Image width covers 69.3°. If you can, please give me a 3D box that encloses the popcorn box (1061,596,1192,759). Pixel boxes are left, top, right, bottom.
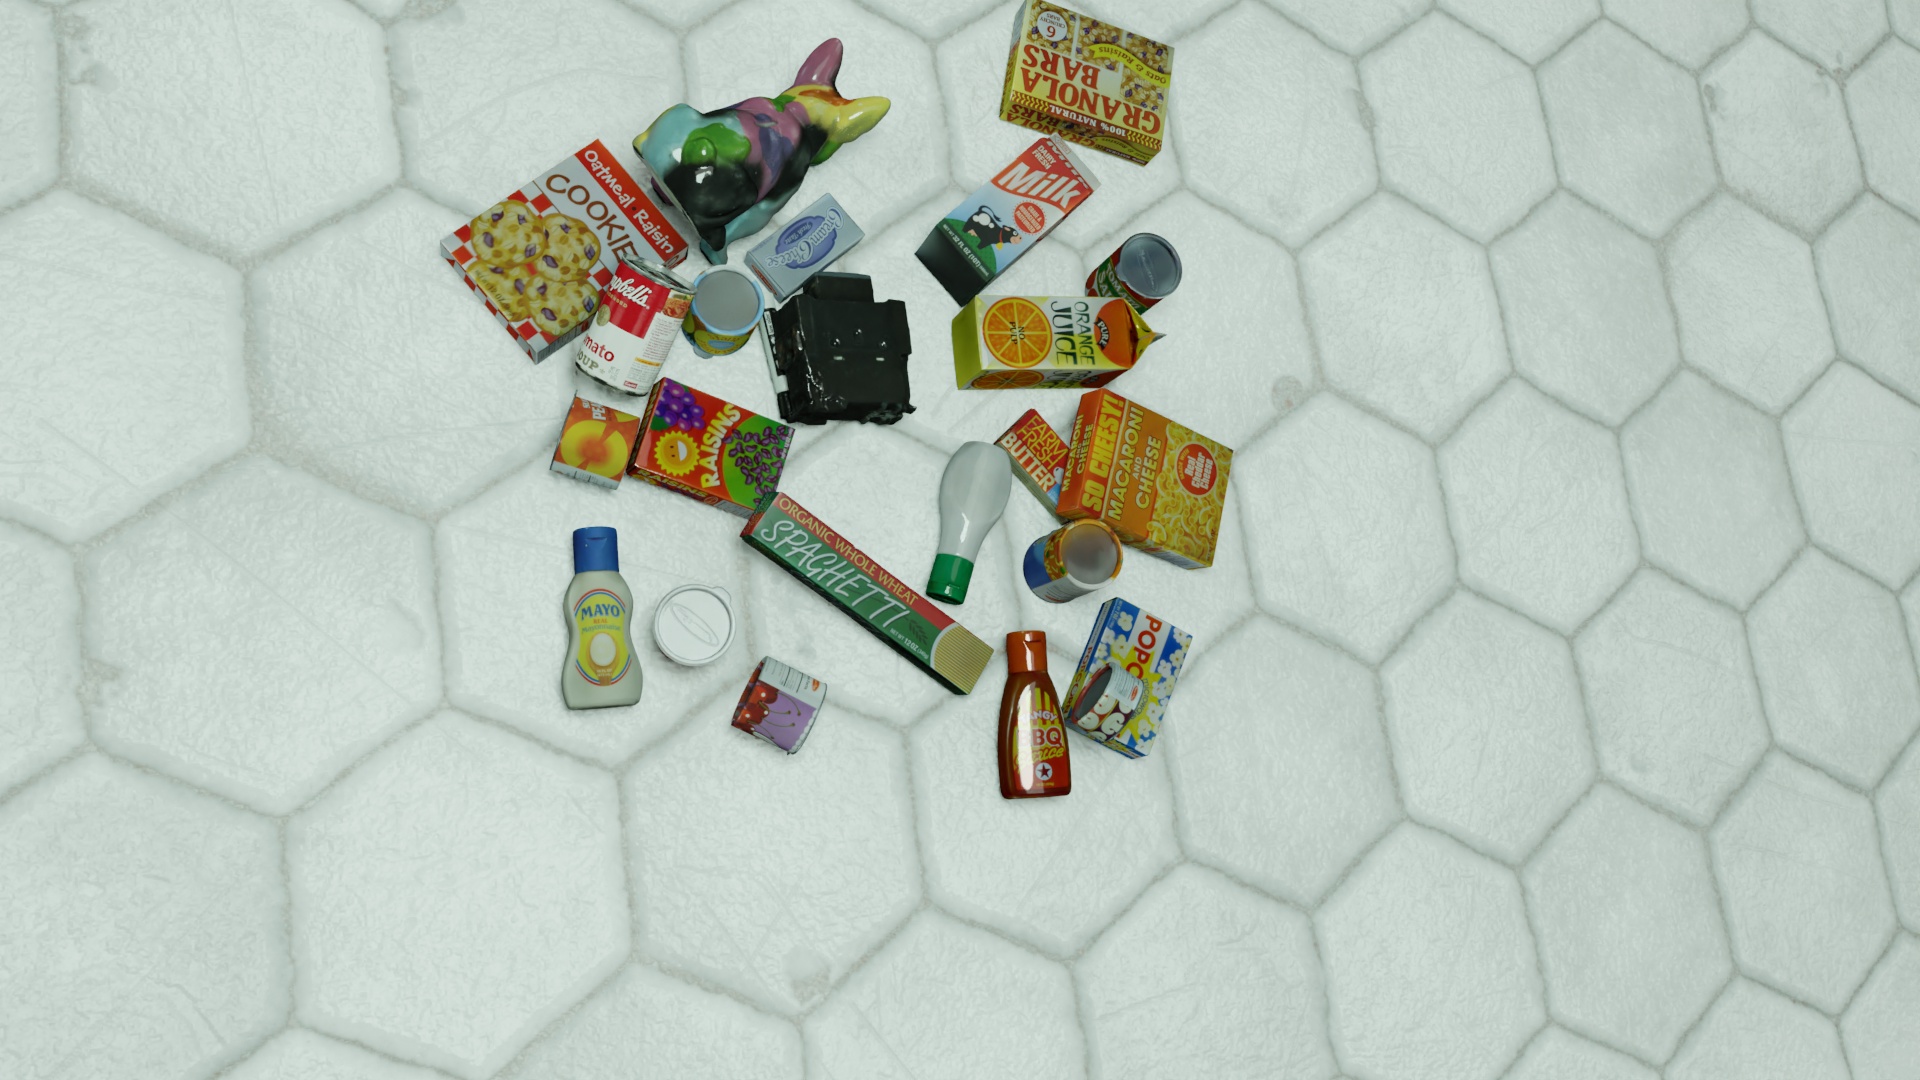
[{"bbox_3d":[0.153,0.127,1.289,0.085,0.038,0.127,28,71,-12],"label":"popcorn box"}]

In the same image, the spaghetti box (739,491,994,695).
[{"bbox_3d":[-0.079,0.048,1.210,0.250,0.028,0.050,38,69,-19],"label":"spaghetti box"}]

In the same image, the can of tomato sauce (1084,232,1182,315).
[{"bbox_3d":[0.165,-0.251,1.349,0.071,0.083,0.071,4,78,-18],"label":"can of tomato sauce"}]

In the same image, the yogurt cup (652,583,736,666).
[{"bbox_3d":[-0.225,0.073,1.160,0.072,0.054,0.072,4,78,-18],"label":"yogurt cup"}]

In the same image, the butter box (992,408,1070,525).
[{"bbox_3d":[0.082,-0.070,1.313,0.103,0.024,0.053,48,67,-5],"label":"butter box"}]

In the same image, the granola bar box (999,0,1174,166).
[{"bbox_3d":[0.128,-0.463,1.404,0.166,0.039,0.124,13,74,-16],"label":"granola bar box"}]

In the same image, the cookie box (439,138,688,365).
[{"bbox_3d":[-0.338,-0.250,1.197,0.168,0.040,0.123,-41,94,-21],"label":"cookie box"}]

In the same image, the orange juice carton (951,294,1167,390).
[{"bbox_3d":[0.095,-0.186,1.317,0.193,0.071,0.073,-3,81,-19],"label":"orange juice carton"}]

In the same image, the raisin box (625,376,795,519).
[{"bbox_3d":[-0.215,-0.078,1.196,0.123,0.040,0.086,21,74,-23],"label":"raisin box"}]

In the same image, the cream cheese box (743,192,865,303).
[{"bbox_3d":[-0.143,-0.270,1.277,0.104,0.024,0.053,-42,95,-22],"label":"cream cheese box"}]

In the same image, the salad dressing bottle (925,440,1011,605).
[{"bbox_3d":[0.005,-0.016,1.266,0.064,0.044,0.148,21,74,-16],"label":"salad dressing bottle"}]

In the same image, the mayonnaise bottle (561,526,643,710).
[{"bbox_3d":[-0.298,0.064,1.144,0.065,0.041,0.148,-3,80,-18],"label":"mayonnaise bottle"}]

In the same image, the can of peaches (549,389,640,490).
[{"bbox_3d":[-0.304,-0.083,1.158,0.058,0.071,0.071,19,74,-15],"label":"can of peaches"}]

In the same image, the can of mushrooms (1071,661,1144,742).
[{"bbox_3d":[0.128,0.143,1.222,0.033,0.071,0.071,34,70,-9],"label":"can of mushrooms"}]

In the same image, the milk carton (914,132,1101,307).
[{"bbox_3d":[0.053,-0.315,1.329,0.191,0.073,0.072,-43,94,-22],"label":"milk carton"}]

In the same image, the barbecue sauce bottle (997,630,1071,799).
[{"bbox_3d":[0.063,0.156,1.249,0.065,0.043,0.148,0,78,-18],"label":"barbecue sauce bottle"}]

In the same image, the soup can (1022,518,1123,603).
[{"bbox_3d":[0.103,0.017,1.271,0.071,0.083,0.071,4,77,-18],"label":"soup can"}]

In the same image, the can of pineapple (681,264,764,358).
[{"bbox_3d":[-0.210,-0.200,1.221,0.071,0.057,0.071,4,78,-19],"label":"can of pineapple"}]

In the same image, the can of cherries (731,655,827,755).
[{"bbox_3d":[-0.154,0.140,1.166,0.058,0.071,0.072,27,72,-12],"label":"can of cherries"}]

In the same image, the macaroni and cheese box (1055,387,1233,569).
[{"bbox_3d":[0.176,-0.056,1.317,0.166,0.040,0.124,22,72,-28],"label":"macaroni and cheese box"}]
